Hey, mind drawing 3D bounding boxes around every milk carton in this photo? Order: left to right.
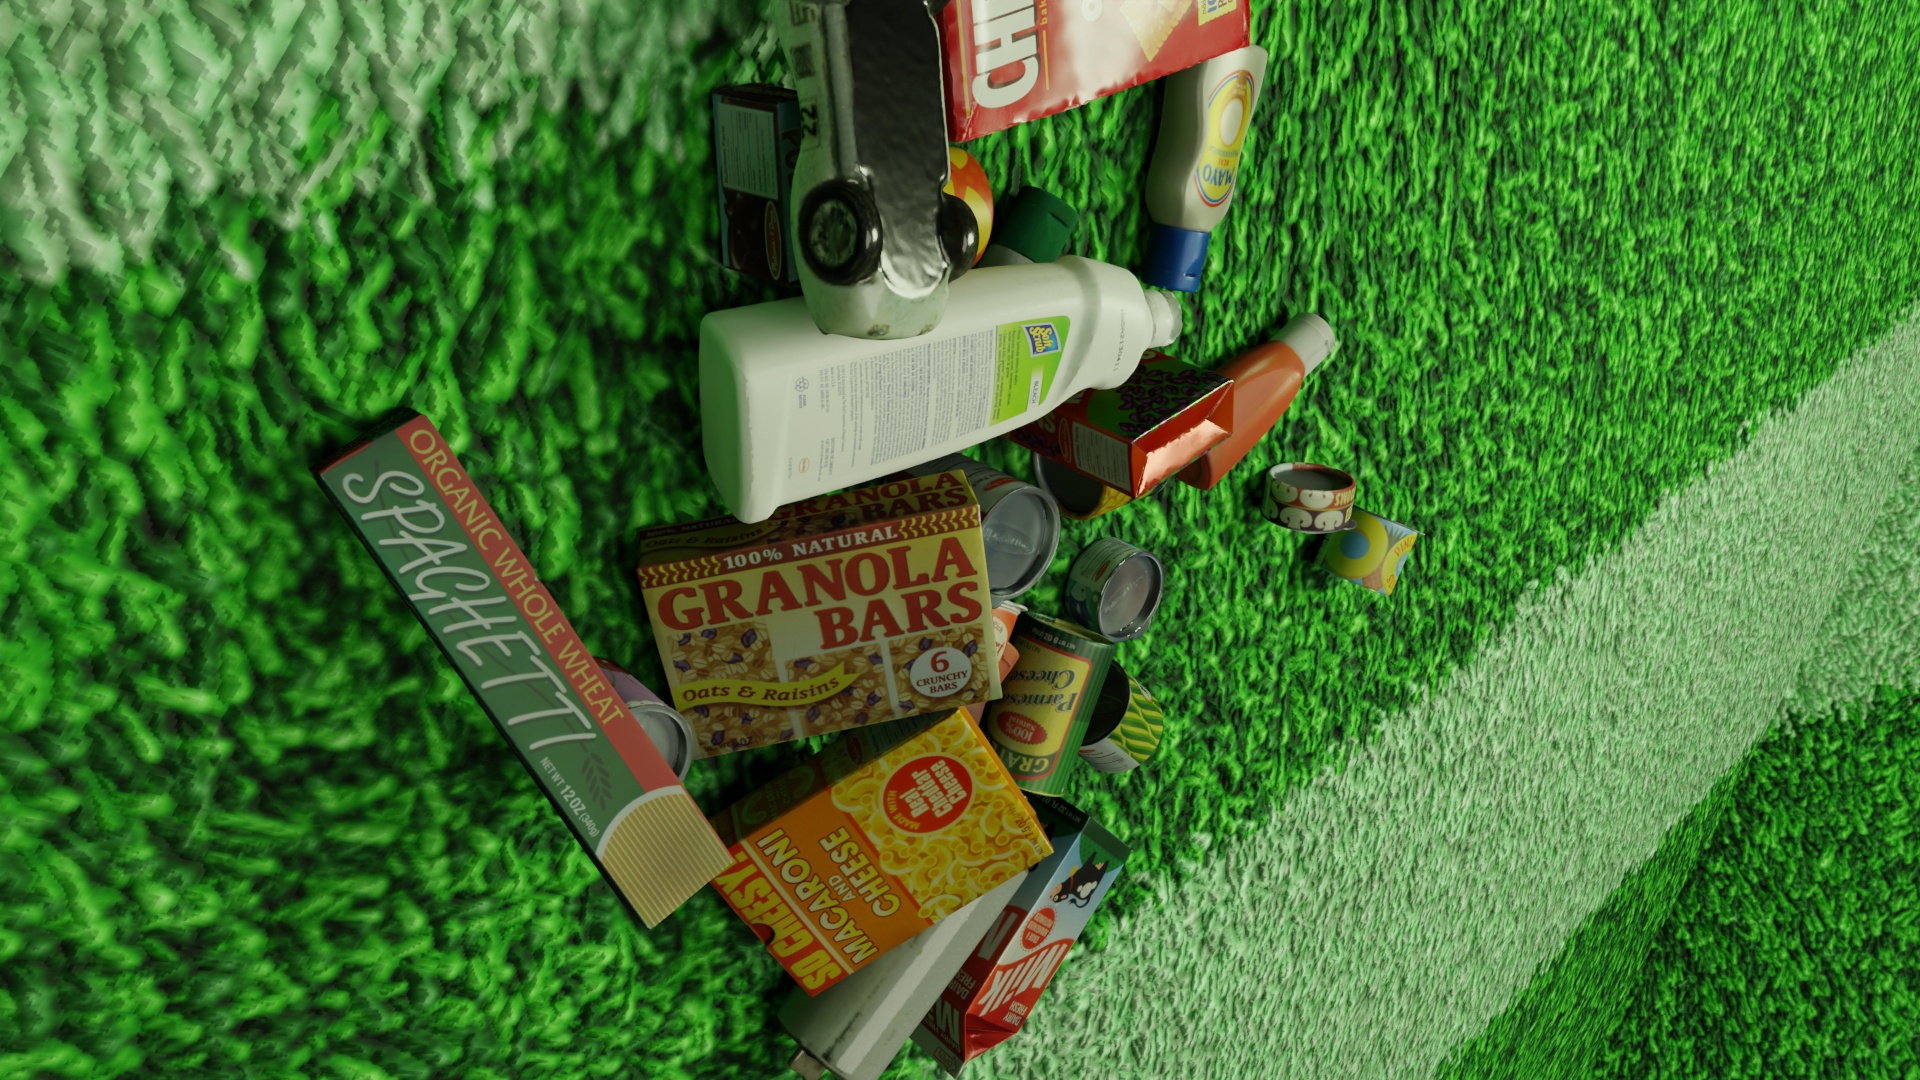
[{"bbox_3d":[0.027,0.264,0.946,0.191,0.072,0.073,-55,138,-8],"label":"milk carton"}]

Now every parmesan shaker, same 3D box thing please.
[{"bbox_3d":[0.050,0.103,0.894,0.071,0.071,0.103,15,95,-47],"label":"parmesan shaker"}]

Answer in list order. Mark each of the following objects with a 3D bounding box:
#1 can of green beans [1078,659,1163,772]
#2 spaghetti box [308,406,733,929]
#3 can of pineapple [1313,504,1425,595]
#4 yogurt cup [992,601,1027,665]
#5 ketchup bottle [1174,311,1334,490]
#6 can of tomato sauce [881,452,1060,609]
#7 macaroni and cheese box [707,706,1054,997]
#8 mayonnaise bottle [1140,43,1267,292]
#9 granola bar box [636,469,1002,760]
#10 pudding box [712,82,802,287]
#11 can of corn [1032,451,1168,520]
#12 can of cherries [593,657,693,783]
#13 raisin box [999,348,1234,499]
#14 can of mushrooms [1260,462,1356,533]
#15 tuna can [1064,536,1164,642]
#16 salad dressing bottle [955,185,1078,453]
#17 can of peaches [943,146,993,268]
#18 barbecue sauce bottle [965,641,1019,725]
[{"bbox_3d":[0.098,0.119,0.948,0.071,0.071,0.057,-56,138,-7],"label":"can of green beans"},{"bbox_3d":[-0.185,0.060,0.603,0.050,0.028,0.249,-38,111,-24],"label":"spaghetti box"},{"bbox_3d":[0.327,0.007,1.115,0.071,0.071,0.057,14,100,-47],"label":"can of pineapple"},{"bbox_3d":[-0.004,0.057,0.807,0.072,0.072,0.054,22,79,-48],"label":"yogurt cup"},{"bbox_3d":[0.200,-0.101,0.955,0.149,0.043,0.064,-42,135,-22],"label":"ketchup bottle"},{"bbox_3d":[0.003,-0.010,0.777,0.071,0.083,0.070,-22,124,-36],"label":"can of tomato sauce"},{"bbox_3d":[-0.048,0.170,0.785,0.166,0.040,0.123,-32,119,0],"label":"macaroni and cheese box"},{"bbox_3d":[0.142,-0.226,0.837,0.065,0.041,0.147,-7,114,-44],"label":"mayonnaise bottle"},{"bbox_3d":[-0.068,0.038,0.706,0.166,0.039,0.123,-11,123,-5],"label":"granola bar box"},{"bbox_3d":[-0.086,-0.163,0.637,0.030,0.050,0.083,-24,125,-41],"label":"pudding box"},{"bbox_3d":[0.088,-0.051,0.850,0.058,0.071,0.070,-21,123,-36],"label":"can of corn"},{"bbox_3d":[-0.175,0.096,0.674,0.072,0.058,0.071,-22,125,-35],"label":"can of cherries"},{"bbox_3d":[0.080,-0.078,0.790,0.086,0.123,0.039,-32,131,-29],"label":"raisin box"},{"bbox_3d":[0.260,-0.032,1.030,0.071,0.071,0.033,-16,119,-39],"label":"can of mushrooms"},{"bbox_3d":[0.104,0.034,0.937,0.071,0.033,0.070,-22,124,-36],"label":"tuna can"},{"bbox_3d":[0.015,-0.122,0.761,0.064,0.044,0.147,29,88,-36],"label":"salad dressing bottle"},{"bbox_3d":[-0.026,-0.164,0.684,0.058,0.071,0.071,-10,117,-42],"label":"can of peaches"},{"bbox_3d":[-0.021,0.118,0.847,0.149,0.044,0.064,-52,130,-13],"label":"barbecue sauce bottle"}]
